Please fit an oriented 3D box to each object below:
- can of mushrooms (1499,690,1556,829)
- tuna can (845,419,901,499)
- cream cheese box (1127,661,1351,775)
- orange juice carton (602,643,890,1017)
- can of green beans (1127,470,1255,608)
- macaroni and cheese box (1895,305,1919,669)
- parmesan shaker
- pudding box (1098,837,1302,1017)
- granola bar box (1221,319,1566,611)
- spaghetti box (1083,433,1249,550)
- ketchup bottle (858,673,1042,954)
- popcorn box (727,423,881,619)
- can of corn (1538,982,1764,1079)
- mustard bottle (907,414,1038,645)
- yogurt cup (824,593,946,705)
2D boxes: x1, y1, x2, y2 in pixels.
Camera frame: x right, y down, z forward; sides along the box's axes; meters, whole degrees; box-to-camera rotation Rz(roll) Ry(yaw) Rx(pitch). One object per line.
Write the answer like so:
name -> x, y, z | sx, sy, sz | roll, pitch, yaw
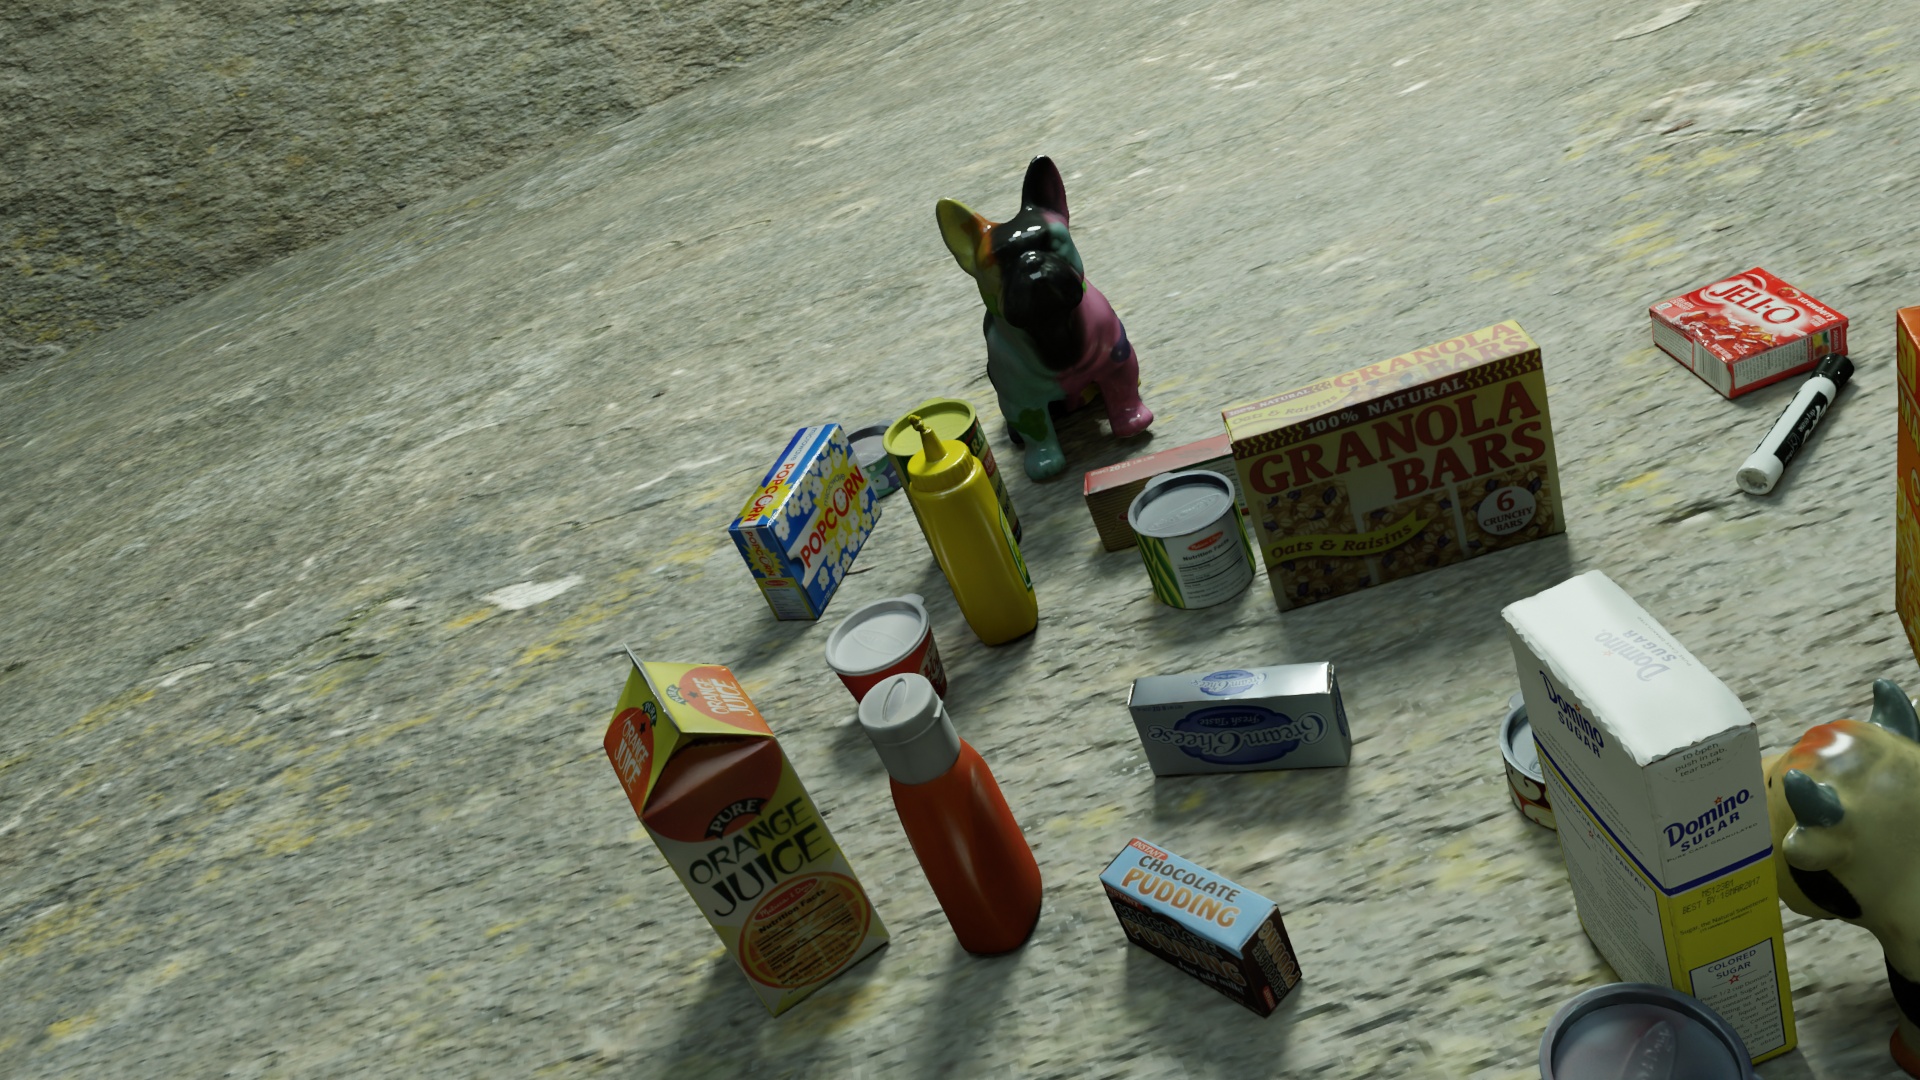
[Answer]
can of mushrooms -> 0.282, 0.098, 0.635 | 0.071, 0.033, 0.071 | -16, 33, 11
tuna can -> -0.071, -0.063, 1.097 | 0.071, 0.032, 0.071 | -16, 33, 11
cream cheese box -> 0.144, 0.093, 0.713 | 0.103, 0.053, 0.024 | -8, 35, 24
orange juice carton -> -0.111, 0.135, 0.681 | 0.073, 0.191, 0.072 | -31, 33, -12
can of green beans -> 0.142, -0.001, 0.847 | 0.071, 0.057, 0.071 | -17, 32, 11
macaroni and cheese box -> 0.418, 0.002, 0.565 | 0.040, 0.165, 0.124 | -8, 35, 23
parmesan shaker -> -0.004, -0.038, 0.952 | 0.071, 0.102, 0.072 | -17, 32, 11
pudding box -> 0.107, 0.171, 0.623 | 0.030, 0.049, 0.084 | -41, 36, -26
granola bar box -> 0.242, -0.039, 0.778 | 0.165, 0.123, 0.039 | -17, 32, 10
spaghetti box -> 0.205, -0.051, 0.888 | 0.250, 0.050, 0.029 | -16, 33, 12
ketchup bottle -> -0.004, 0.129, 0.664 | 0.043, 0.148, 0.065 | -10, 34, 21
popcorn box -> -0.109, -0.015, 1.002 | 0.038, 0.085, 0.127 | -5, 36, 28
can of corn -> 0.244, 0.201, 0.485 | 0.071, 0.058, 0.071 | -17, 32, 11
mustard bottle -> 0.003, -0.011, 0.854 | 0.049, 0.159, 0.065 | -21, 32, 4
yogurt cup -> -0.043, 0.076, 0.855 | 0.072, 0.053, 0.073 | -17, 33, 11
